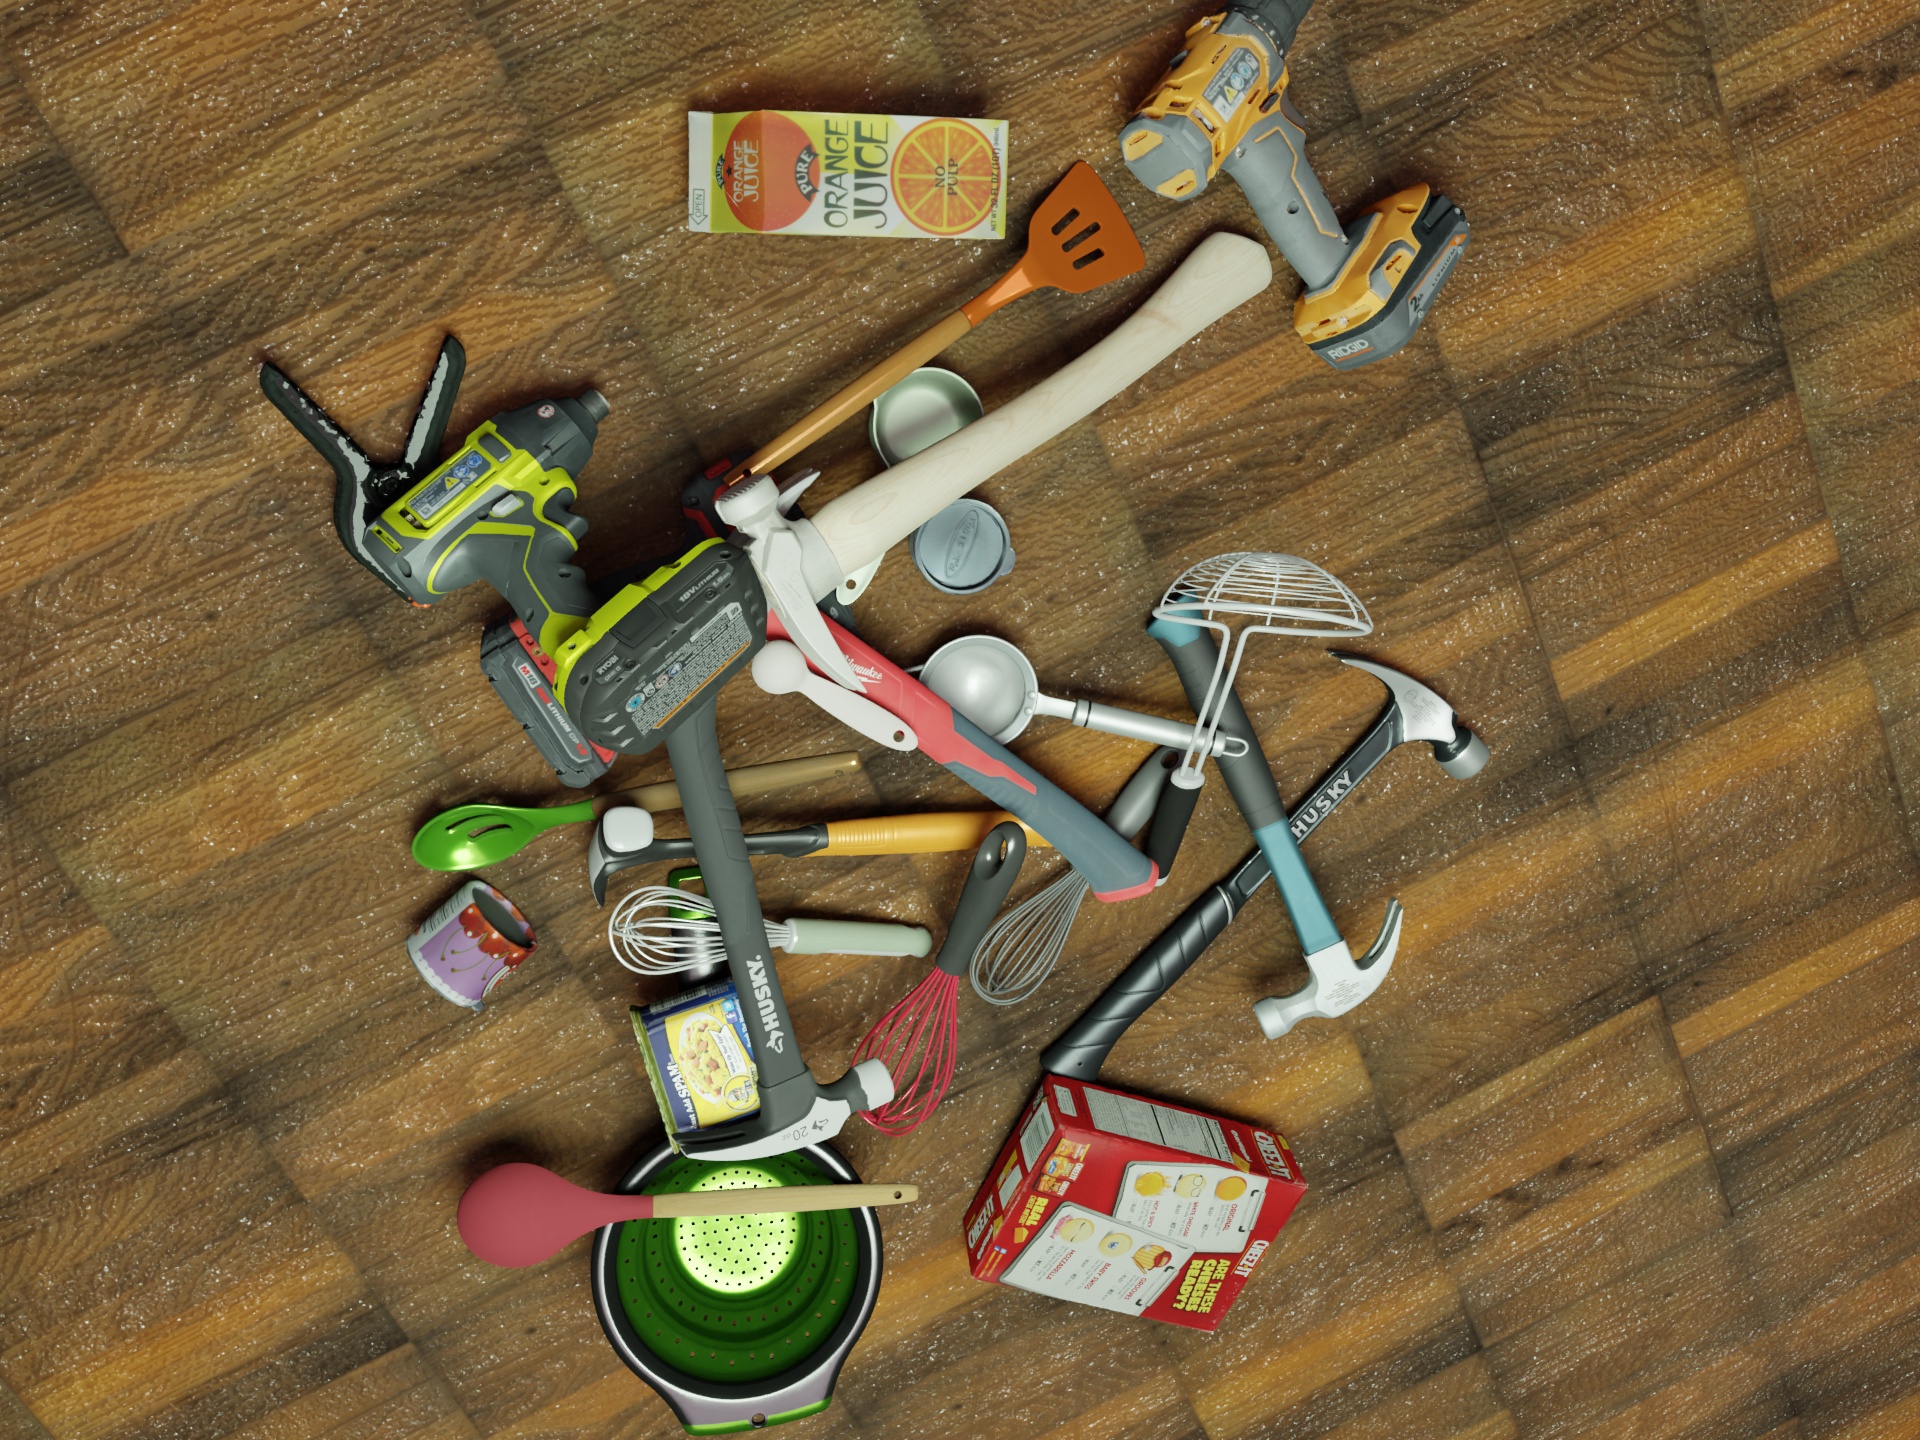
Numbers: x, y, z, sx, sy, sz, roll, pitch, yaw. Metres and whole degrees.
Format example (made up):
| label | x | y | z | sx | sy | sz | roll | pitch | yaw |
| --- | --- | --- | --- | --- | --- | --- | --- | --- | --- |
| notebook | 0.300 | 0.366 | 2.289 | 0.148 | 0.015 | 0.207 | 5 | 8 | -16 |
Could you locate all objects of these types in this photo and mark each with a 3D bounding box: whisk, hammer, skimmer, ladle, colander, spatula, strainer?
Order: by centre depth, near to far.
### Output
| label | x | y | z | sx | sy | sz | roll | pitch | yaw |
| --- | --- | --- | --- | --- | --- | --- | --- | --- | --- |
| hammer | -0.147 | 0.124 | 1.012 | 0.146 | 0.035 | 0.334 | -20 | 107 | -23 |
| hammer | 0.047 | -0.184 | 1.016 | 0.410 | 0.038 | 0.146 | -36 | 111 | -17 |
| spatula | -0.018 | -0.242 | 1.020 | 0.322 | 0.041 | 0.081 | -36 | 103 | -6 |
| skimmer | 0.163 | 0.022 | 1.038 | 0.127 | 0.090 | 0.363 | 6 | 139 | -4 |
| hammer | -0.002 | -0.003 | 1.062 | 0.386 | 0.038 | 0.143 | 36 | 90 | -23 |
| ladle | -0.186 | 0.335 | 1.097 | 0.315 | 0.031 | 0.069 | 0 | 83 | -10 |
| hammer | -0.087 | 0.085 | 1.107 | 0.336 | 0.127 | 0.034 | -2 | 69 | -21 |
| strainer | 0.076 | -0.007 | 1.112 | 0.258 | 0.050 | 0.086 | 13 | 110 | -3 |
| whisk | -0.128 | 0.151 | 1.112 | 0.246 | 0.058 | 0.059 | 8 | 81 | -30 |
| whisk | -0.013 | 0.187 | 1.127 | 0.073 | 0.073 | 0.295 | 14 | 121 | -15 |
| hammer | 0.216 | 0.062 | 1.149 | 0.128 | 0.033 | 0.331 | -24 | 97 | 6 |
| colander | -0.172 | 0.302 | 1.160 | 0.204 | 0.094 | 0.397 | -7 | 90 | -8 |
| whisk | 0.088 | 0.110 | 1.169 | 0.055 | 0.055 | 0.239 | 38 | 91 | -19 |
| hammer | 0.209 | 0.122 | 1.200 | 0.149 | 0.036 | 0.409 | 42 | 95 | -18 |

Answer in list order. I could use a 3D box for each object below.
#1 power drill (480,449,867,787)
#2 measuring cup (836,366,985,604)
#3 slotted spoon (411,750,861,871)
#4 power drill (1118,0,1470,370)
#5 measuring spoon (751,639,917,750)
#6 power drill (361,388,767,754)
| label | x | y | z | sx | sy | sz | roll | pitch | yaw |
| --- | --- | --- | --- | --- | --- | --- | --- | --- | --- |
| power drill | -0.179 | -0.047 | 1.053 | 0.226 | 0.080 | 0.187 | -33 | 110 | -4 |
| measuring cup | -0.044 | -0.154 | 1.055 | 0.083 | 0.038 | 0.167 | 26 | 92 | -15 |
| slotted spoon | -0.216 | 0.054 | 1.051 | 0.314 | 0.031 | 0.070 | -11 | 145 | 11 |
| power drill | 0.226 | -0.363 | 1.025 | 0.226 | 0.084 | 0.185 | 40 | 71 | -20 |
| measuring spoon | -0.076 | -0.011 | 1.004 | 0.124 | 0.018 | 0.034 | 30 | 91 | -24 |
| power drill | -0.227 | -0.099 | 0.952 | 0.223 | 0.080 | 0.171 | 39 | 73 | 23 |
